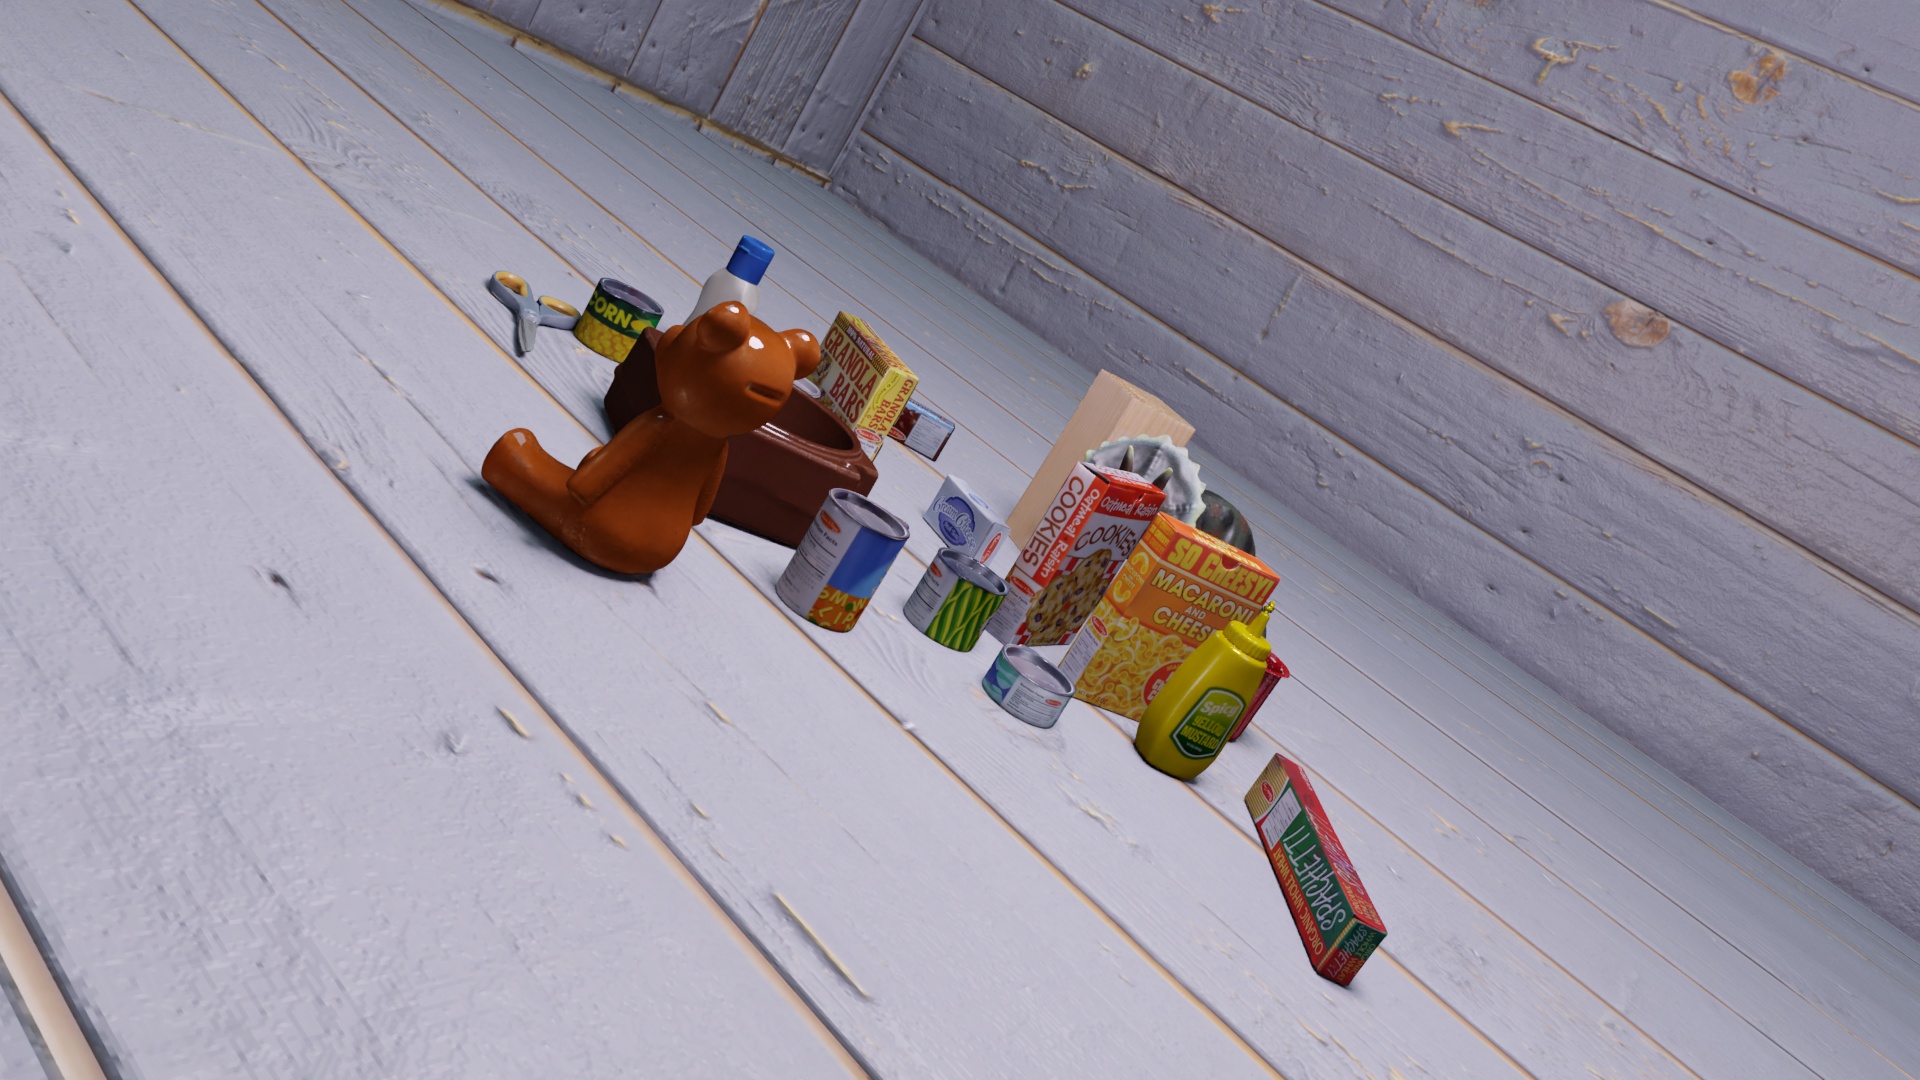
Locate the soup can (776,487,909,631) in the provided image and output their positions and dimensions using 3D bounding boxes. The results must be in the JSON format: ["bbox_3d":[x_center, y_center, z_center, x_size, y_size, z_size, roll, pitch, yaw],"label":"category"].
[{"bbox_3d":[-0.084,0.015,1.007,0.071,0.083,0.071,29,14,-8],"label":"soup can"}]

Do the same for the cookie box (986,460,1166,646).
[{"bbox_3d":[0.100,0.015,1.209,0.040,0.167,0.123,39,16,26],"label":"cookie box"}]

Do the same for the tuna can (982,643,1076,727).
[{"bbox_3d":[0.052,0.110,1.066,0.071,0.032,0.071,29,15,-8],"label":"tuna can"}]

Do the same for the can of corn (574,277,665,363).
[{"bbox_3d":[-0.322,-0.206,1.305,0.071,0.058,0.071,29,14,-8],"label":"can of corn"}]

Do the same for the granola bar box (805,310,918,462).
[{"bbox_3d":[-0.112,-0.145,1.398,0.039,0.124,0.166,22,17,-32],"label":"granola bar box"}]

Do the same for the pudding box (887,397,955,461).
[{"bbox_3d":[-0.054,-0.135,1.628,0.084,0.049,0.030,29,14,-10],"label":"pudding box"}]

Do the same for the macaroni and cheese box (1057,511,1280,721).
[{"bbox_3d":[0.175,0.073,1.170,0.124,0.166,0.040,23,16,-30],"label":"macaroni and cheese box"}]

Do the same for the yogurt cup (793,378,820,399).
[{"bbox_3d":[-0.181,-0.141,1.383,0.072,0.053,0.072,29,15,-8],"label":"yogurt cup"}]

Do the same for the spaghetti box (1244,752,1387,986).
[{"bbox_3d":[0.258,0.236,1.031,0.028,0.050,0.251,29,15,-8],"label":"spaghetti box"}]

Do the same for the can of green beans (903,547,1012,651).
[{"bbox_3d":[-0.004,0.047,1.112,0.071,0.057,0.071,29,14,-8],"label":"can of green beans"}]

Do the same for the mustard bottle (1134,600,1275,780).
[{"bbox_3d":[0.203,0.114,1.103,0.065,0.159,0.049,25,15,-24],"label":"mustard bottle"}]

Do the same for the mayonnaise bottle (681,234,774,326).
[{"bbox_3d":[-0.235,-0.232,1.389,0.065,0.147,0.041,37,15,20],"label":"mayonnaise bottle"}]

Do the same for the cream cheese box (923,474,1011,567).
[{"bbox_3d":[0.005,-0.017,1.349,0.024,0.053,0.104,20,18,-37],"label":"cream cheese box"}]
